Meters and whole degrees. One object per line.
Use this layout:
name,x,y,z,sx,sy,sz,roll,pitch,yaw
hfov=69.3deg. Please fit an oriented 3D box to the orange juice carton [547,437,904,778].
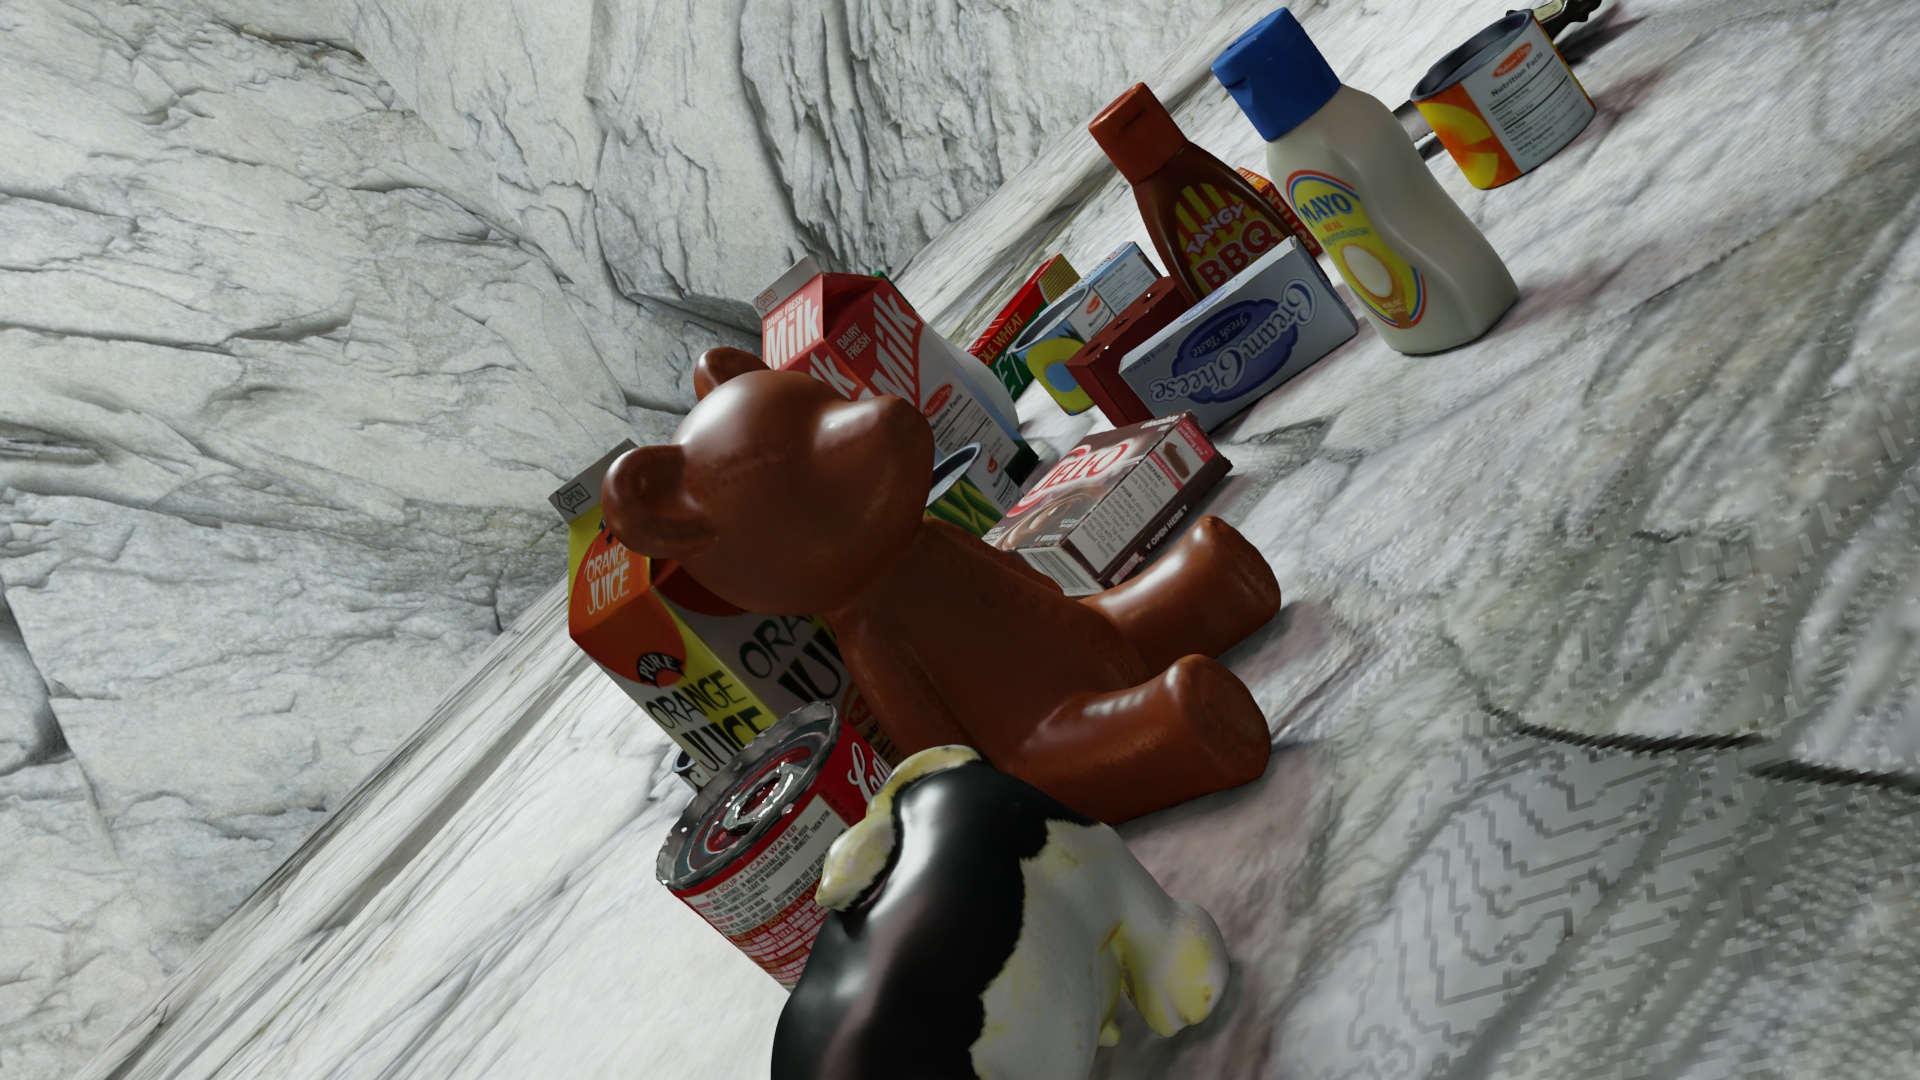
orange juice carton,-0.074,0.043,0.527,0.071,0.192,0.073,-26,21,49

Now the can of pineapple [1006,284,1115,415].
can of pineapple,0.075,-0.123,0.906,0.071,0.058,0.071,-39,14,12

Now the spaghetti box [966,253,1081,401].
spaghetti box,0.033,-0.139,1.082,0.028,0.050,0.251,-26,21,48

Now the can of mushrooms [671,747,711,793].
can of mushrooms,-0.124,0.114,0.773,0.071,0.033,0.071,-39,14,12

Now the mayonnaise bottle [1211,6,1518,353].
mayonnaise bottle,0.158,-0.142,0.558,0.041,0.148,0.064,-45,14,-13

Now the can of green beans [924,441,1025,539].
can of green beans,0.004,-0.011,0.756,0.071,0.057,0.071,-39,14,12

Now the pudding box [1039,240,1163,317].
pudding box,0.103,-0.166,0.980,0.084,0.049,0.030,-41,14,1

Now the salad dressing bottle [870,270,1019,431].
salad dressing bottle,-0.021,-0.121,0.968,0.064,0.147,0.044,-32,17,36

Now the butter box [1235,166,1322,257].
butter box,0.185,-0.195,0.841,0.024,0.053,0.104,-38,14,14

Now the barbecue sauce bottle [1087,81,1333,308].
barbecue sauce bottle,0.125,-0.166,0.715,0.065,0.148,0.044,-40,14,9

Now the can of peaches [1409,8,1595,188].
can of peaches,0.264,-0.215,0.681,0.071,0.058,0.071,-39,14,12

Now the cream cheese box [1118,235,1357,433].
cream cheese box,0.134,-0.095,0.674,0.103,0.053,0.024,-35,15,24

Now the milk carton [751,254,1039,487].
milk carton,-0.048,-0.088,0.854,0.072,0.190,0.074,-26,21,48

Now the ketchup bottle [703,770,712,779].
ketchup bottle,-0.100,0.071,0.601,0.064,0.148,0.044,-31,17,36
